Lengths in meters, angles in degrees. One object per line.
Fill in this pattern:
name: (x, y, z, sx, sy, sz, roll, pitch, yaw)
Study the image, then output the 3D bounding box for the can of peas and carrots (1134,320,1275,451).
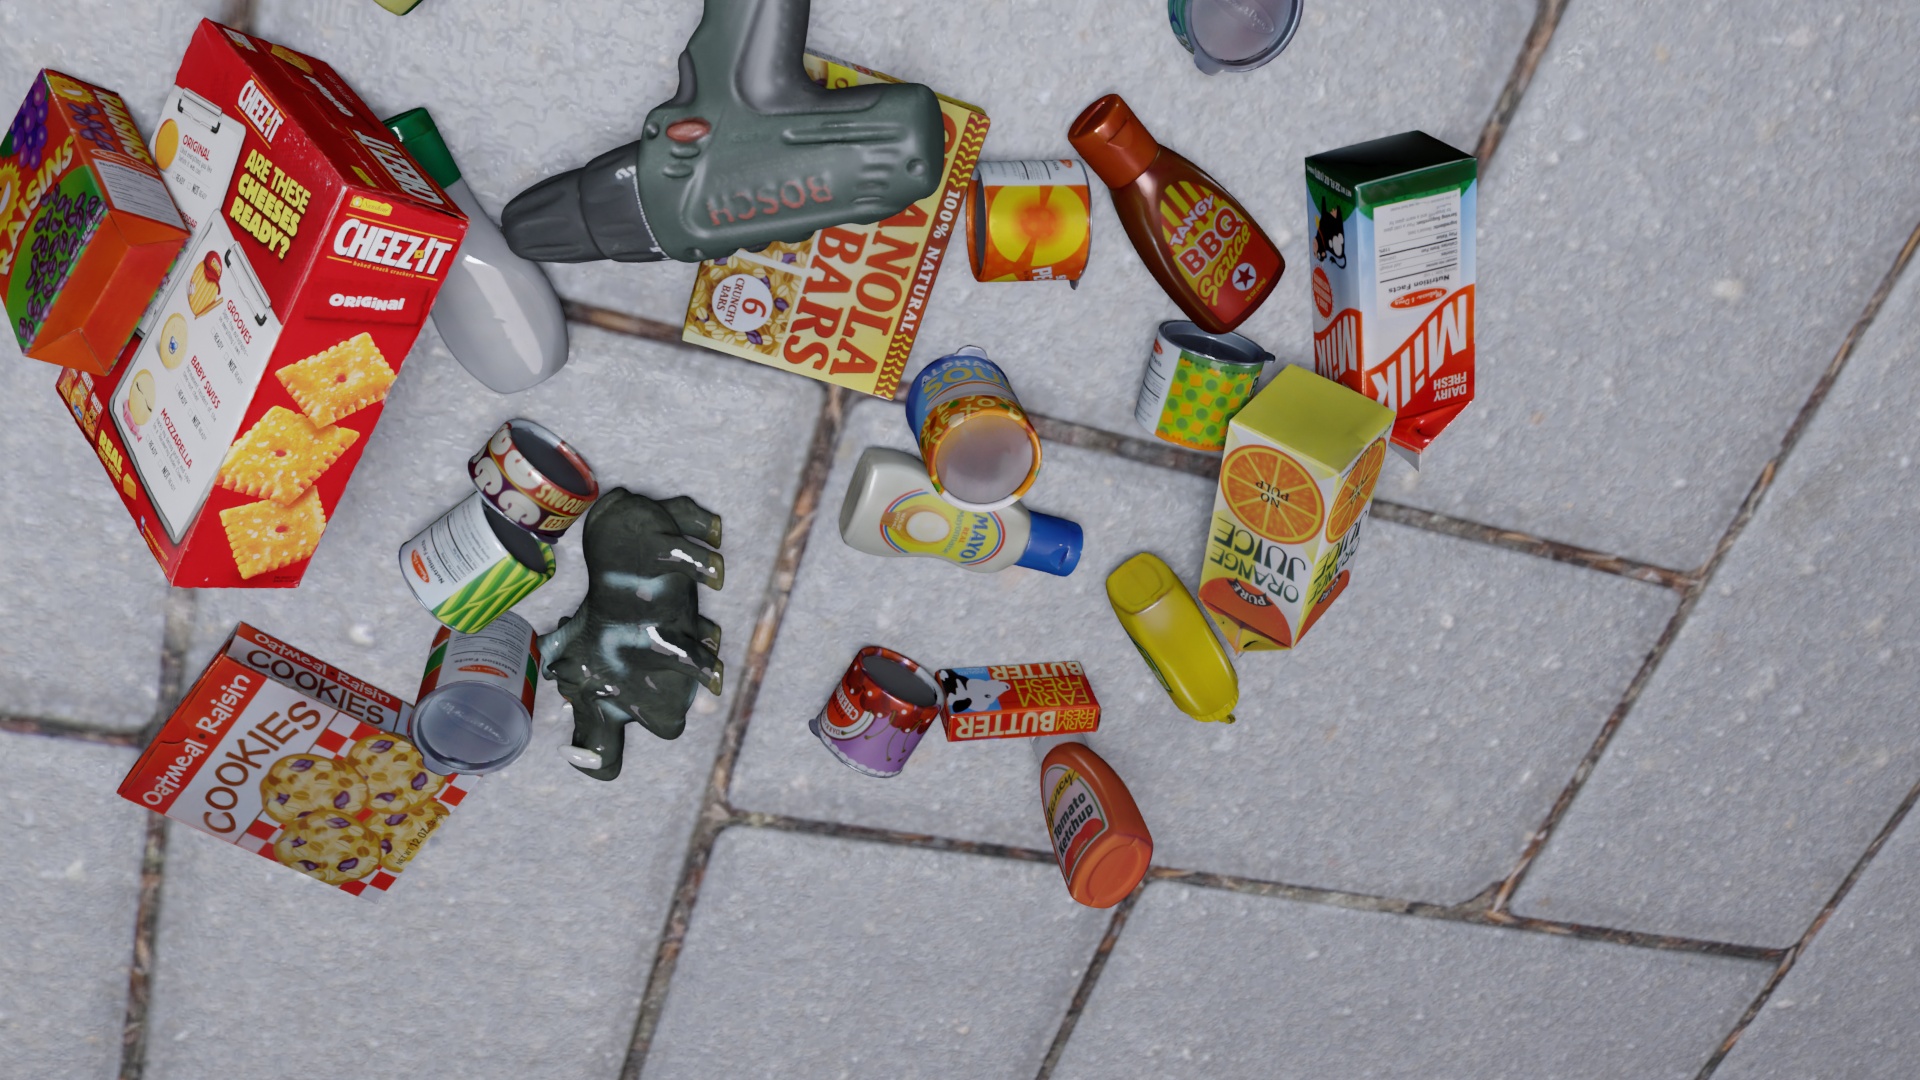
can of peas and carrots: (0.145, -0.092, 0.832, 0.071, 0.071, 0.058, 6, 118, -16)

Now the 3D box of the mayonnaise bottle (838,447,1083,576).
mayonnaise bottle: (0.003, -0.011, 0.861, 0.148, 0.041, 0.064, 14, 113, -19)

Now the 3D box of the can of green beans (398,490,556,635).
can of green beans: (-0.276, 0.011, 0.796, 0.058, 0.071, 0.071, -35, 120, 7)

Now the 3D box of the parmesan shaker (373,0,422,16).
parmesan shaker: (-0.242, -0.300, 0.632, 0.103, 0.071, 0.071, -35, 120, 9)

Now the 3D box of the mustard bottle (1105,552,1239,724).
mustard bottle: (0.152, 0.079, 0.932, 0.049, 0.065, 0.159, -34, 124, 2)

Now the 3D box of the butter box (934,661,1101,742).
butter box: (0.037, 0.107, 0.926, 0.104, 0.053, 0.024, -2, 121, -11)

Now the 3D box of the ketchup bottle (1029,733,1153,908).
ketchup bottle: (0.080, 0.170, 0.914, 0.043, 0.149, 0.064, 22, 111, -22)

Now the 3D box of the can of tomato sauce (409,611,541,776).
can of tomato sauce: (-0.287, 0.090, 0.827, 0.071, 0.083, 0.070, -5, 120, -9)

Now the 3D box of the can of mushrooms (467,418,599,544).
can of mushrooms: (-0.237, -0.033, 0.778, 0.033, 0.071, 0.071, -44, 118, 11)

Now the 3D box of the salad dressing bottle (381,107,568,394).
salad dressing bottle: (-0.259, -0.150, 0.726, 0.064, 0.044, 0.147, -19, 119, 6)

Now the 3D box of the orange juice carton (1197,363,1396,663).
orange juice carton: (0.202, -0.005, 0.862, 0.072, 0.073, 0.191, -41, 148, -33)

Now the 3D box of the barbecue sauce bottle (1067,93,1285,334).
barbecue sauce bottle: (0.120, -0.187, 0.788, 0.148, 0.044, 0.065, 42, 88, -28)

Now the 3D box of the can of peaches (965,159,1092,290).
can of peaches: (0.036, -0.173, 0.764, 0.058, 0.071, 0.071, -3, 119, -10)

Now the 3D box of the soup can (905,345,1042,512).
soup can: (0.007, -0.066, 0.807, 0.071, 0.084, 0.071, -5, 119, -9)

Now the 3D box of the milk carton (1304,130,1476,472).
milk carton: (0.258, -0.137, 0.831, 0.073, 0.072, 0.189, -14, 119, -4)

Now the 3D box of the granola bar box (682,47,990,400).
granola bar box: (-0.070, -0.172, 0.754, 0.124, 0.039, 0.164, 15, 114, -15)

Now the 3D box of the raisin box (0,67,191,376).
raisin box: (-0.411, -0.149, 0.646, 0.086, 0.124, 0.040, -50, 149, 17)

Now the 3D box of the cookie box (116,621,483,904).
cookie box: (-0.400, 0.140, 0.854, 0.167, 0.040, 0.122, 34, 106, -26)

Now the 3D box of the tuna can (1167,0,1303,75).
tuna can: (0.145, -0.286, 0.746, 0.071, 0.033, 0.070, -5, 119, -10)

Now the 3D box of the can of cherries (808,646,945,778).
can of cherries: (-0.054, 0.110, 0.899, 0.071, 0.072, 0.058, 24, 111, -23)
